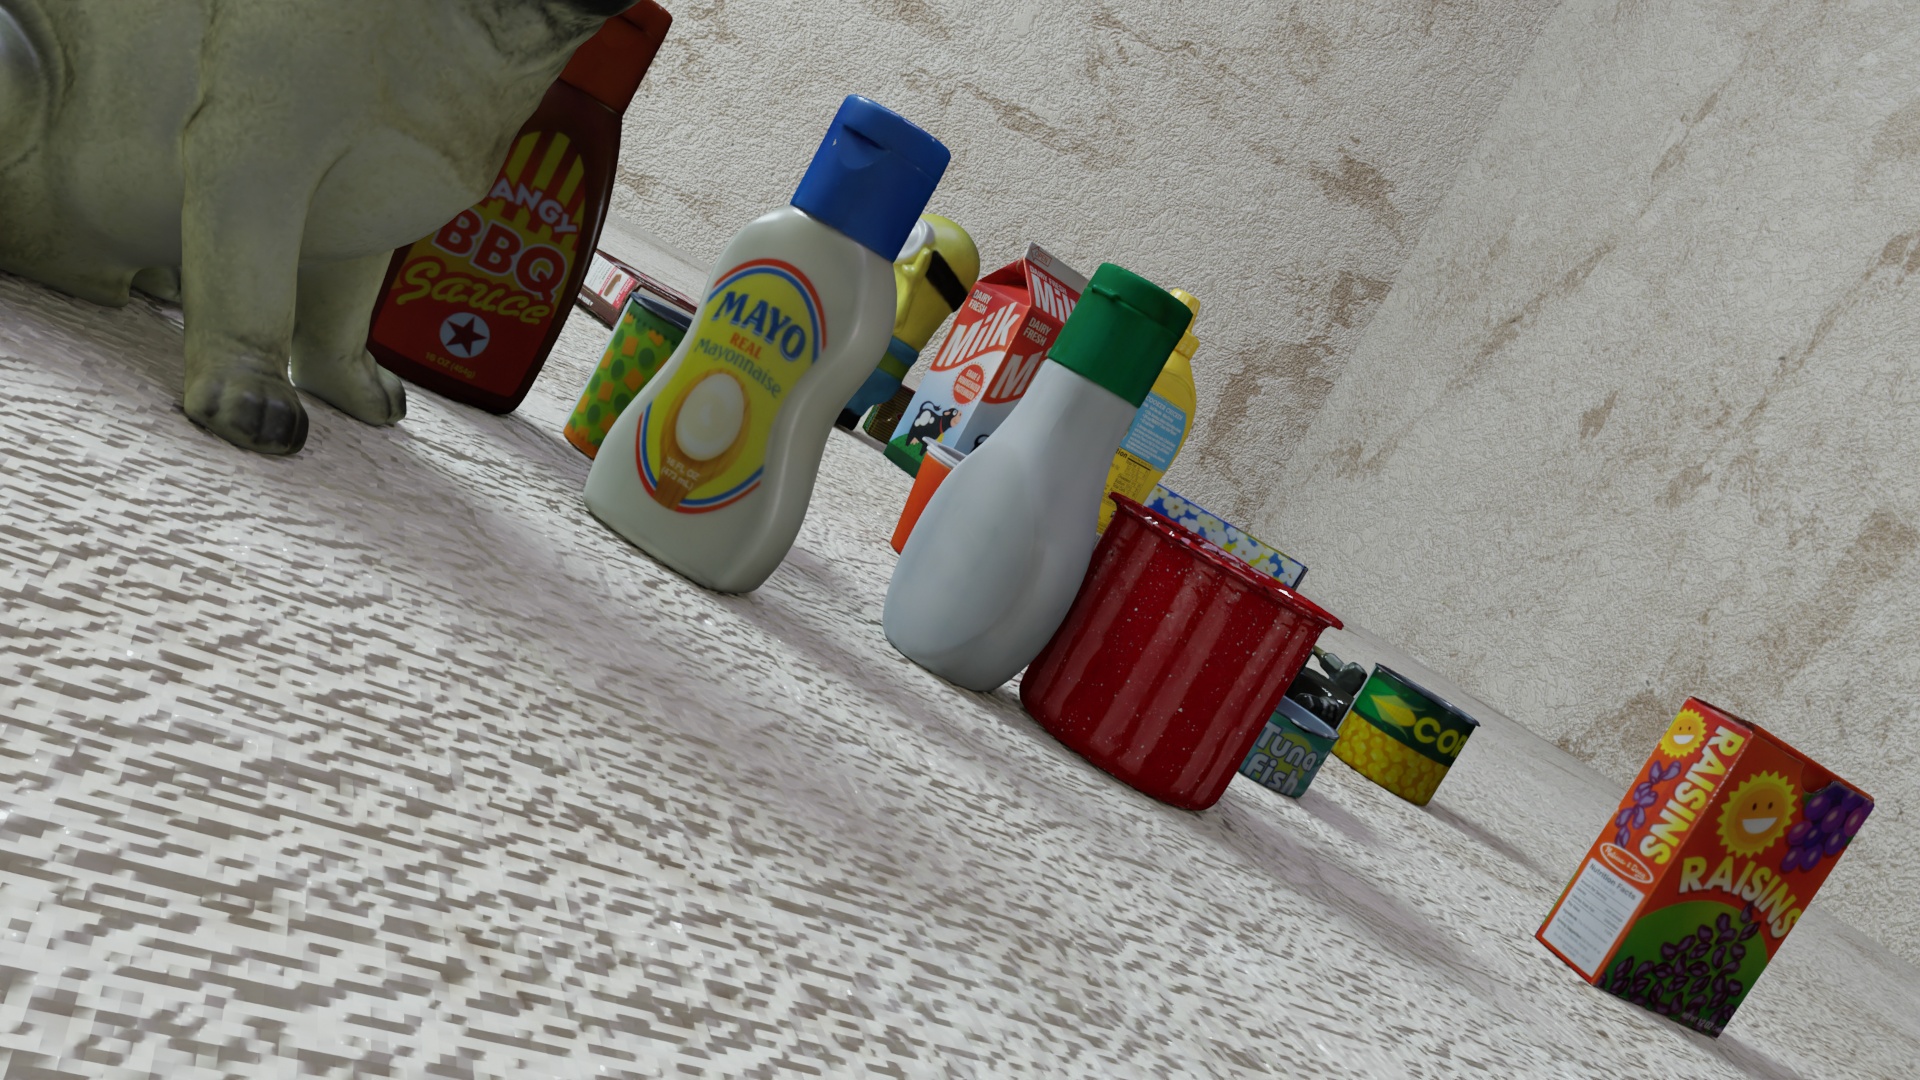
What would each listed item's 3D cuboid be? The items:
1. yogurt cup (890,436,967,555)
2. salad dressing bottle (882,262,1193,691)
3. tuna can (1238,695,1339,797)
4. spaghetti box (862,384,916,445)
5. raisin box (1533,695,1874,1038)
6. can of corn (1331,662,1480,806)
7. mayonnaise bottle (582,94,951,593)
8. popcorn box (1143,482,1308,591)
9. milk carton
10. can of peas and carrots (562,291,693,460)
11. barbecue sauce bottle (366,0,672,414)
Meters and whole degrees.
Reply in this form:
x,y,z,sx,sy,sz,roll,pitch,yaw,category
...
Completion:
x,y,z,sx,sy,sz,roll,pitch,yaw,category
0.002,-0.008,0.668,0.072,0.054,0.072,29,7,-4,yogurt cup
0.027,-0.022,0.474,0.064,0.147,0.044,35,8,41,salad dressing bottle
0.132,0.084,0.616,0.071,0.033,0.071,29,7,-4,tuna can
0.035,-0.060,1.188,0.250,0.050,0.029,27,7,-21,spaghetti box
0.312,0.138,0.584,0.086,0.123,0.040,27,7,-22,raisin box
0.258,0.114,0.806,0.071,0.058,0.071,29,7,-4,can of corn
-0.054,-0.060,0.420,0.065,0.148,0.041,31,6,15,mayonnaise bottle
0.164,0.023,0.968,0.127,0.085,0.038,31,7,15,popcorn box
0.029,-0.122,1.029,0.072,0.190,0.073,24,8,-42,milk carton
-0.104,-0.051,0.519,0.071,0.058,0.071,29,7,-4,can of peas and carrots
-0.148,-0.120,0.470,0.065,0.148,0.044,25,7,-33,barbecue sauce bottle
